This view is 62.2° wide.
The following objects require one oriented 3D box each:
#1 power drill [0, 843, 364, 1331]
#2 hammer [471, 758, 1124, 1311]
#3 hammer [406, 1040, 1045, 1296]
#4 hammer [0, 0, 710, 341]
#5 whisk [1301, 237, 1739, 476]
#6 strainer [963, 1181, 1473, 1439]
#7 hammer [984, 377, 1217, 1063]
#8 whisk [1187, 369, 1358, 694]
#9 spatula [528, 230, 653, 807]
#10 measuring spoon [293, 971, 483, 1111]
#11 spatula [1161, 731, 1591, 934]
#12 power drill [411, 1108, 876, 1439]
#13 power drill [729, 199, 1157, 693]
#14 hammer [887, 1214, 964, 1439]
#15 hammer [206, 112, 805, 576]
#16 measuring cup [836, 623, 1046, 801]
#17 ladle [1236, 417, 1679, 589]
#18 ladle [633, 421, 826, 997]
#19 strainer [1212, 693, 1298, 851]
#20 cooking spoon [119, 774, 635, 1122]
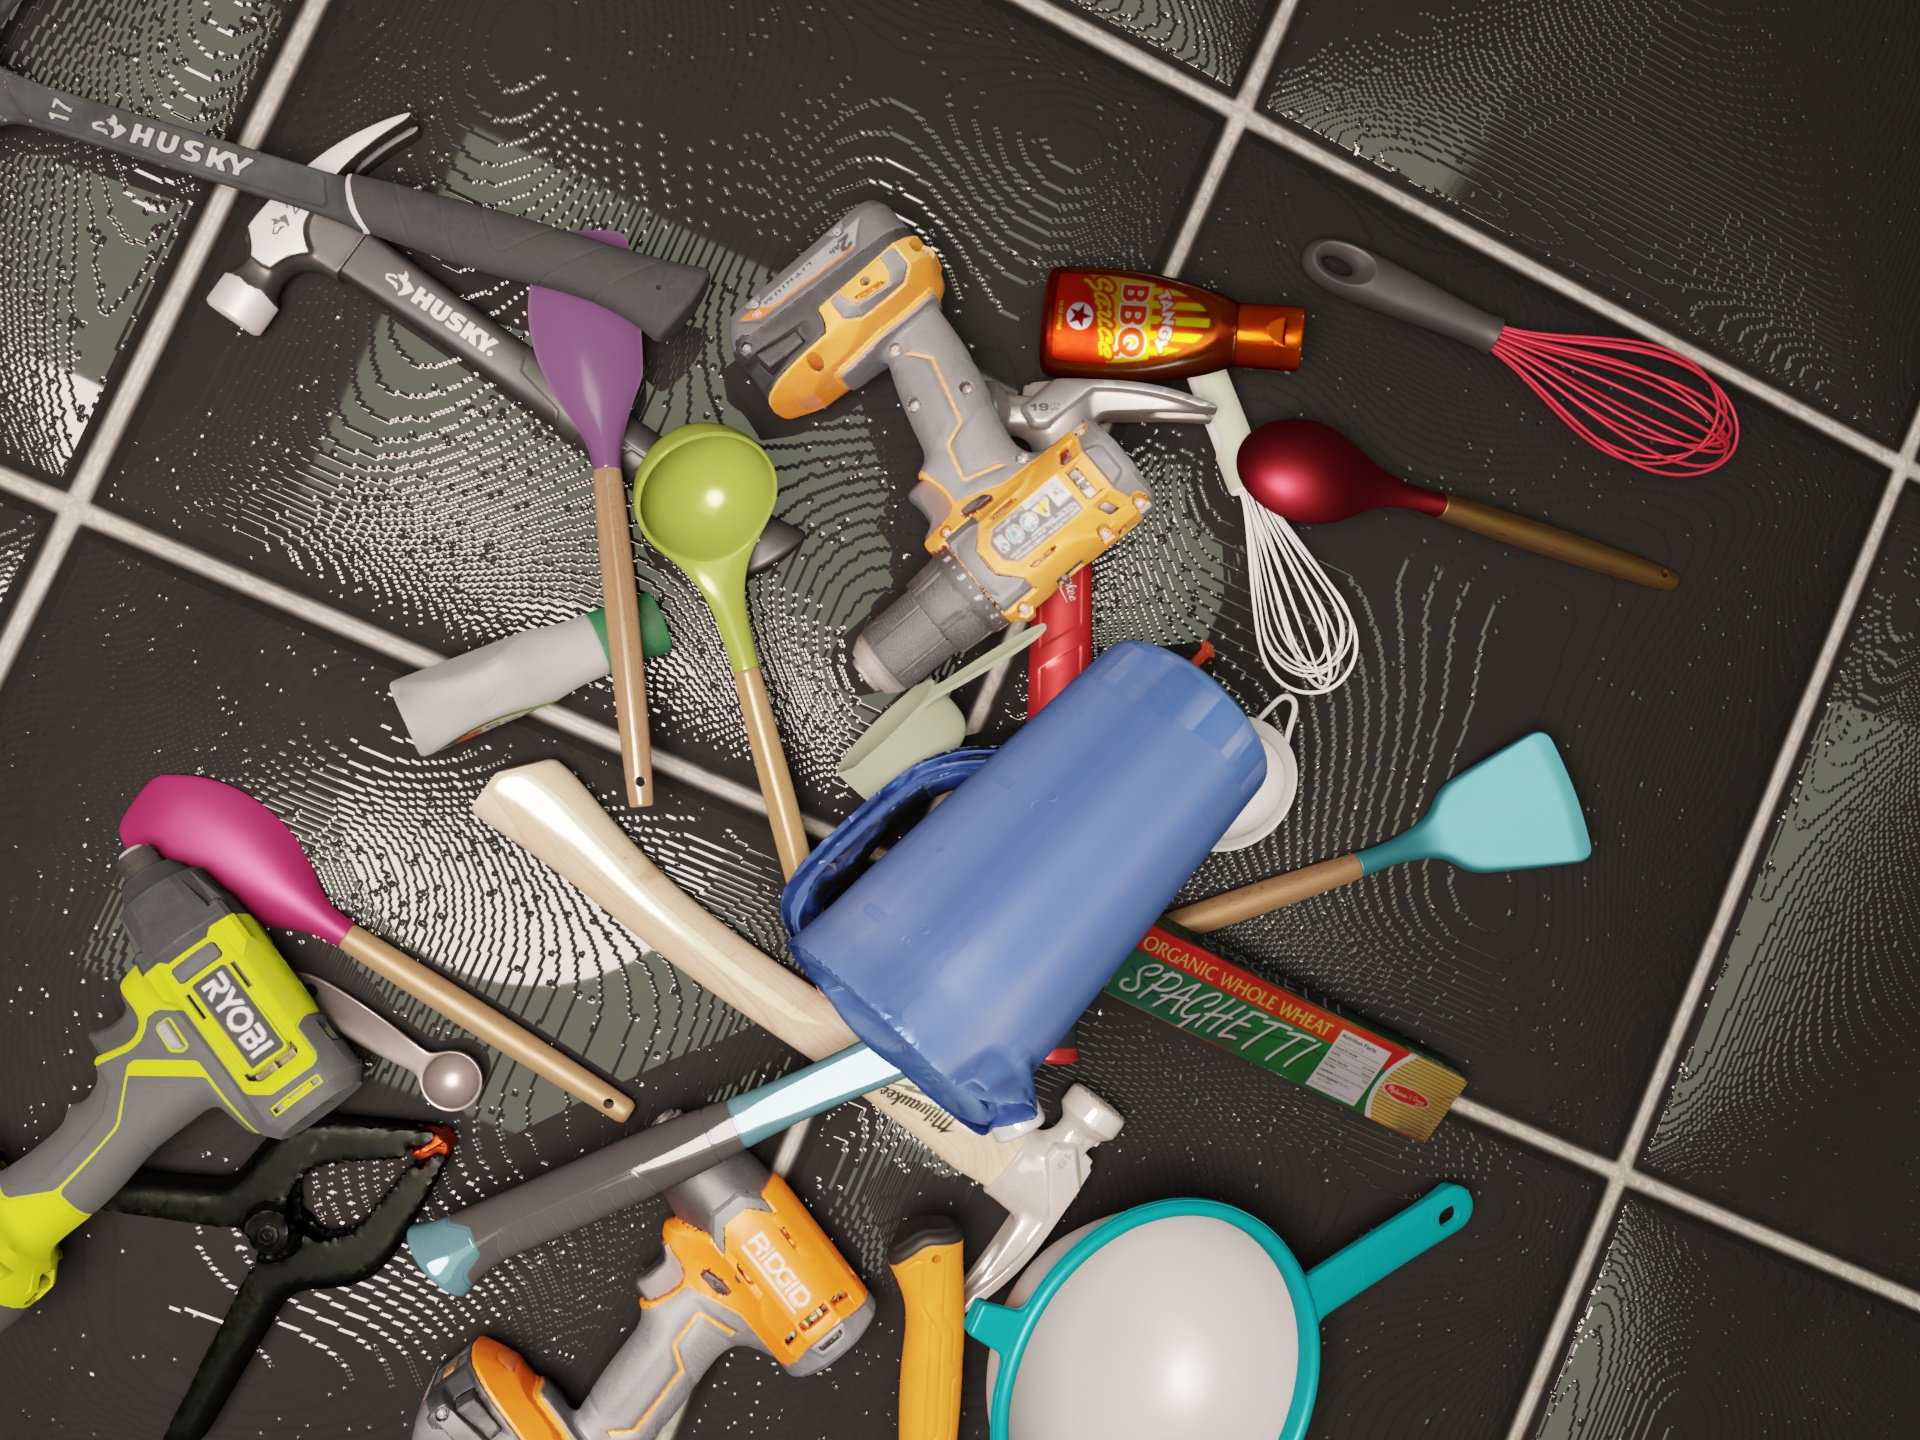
[{"bbox_3d":[-0.448,0.185,0.812,0.223,0.080,0.171,-38,85,-14],"label":"power drill"},{"bbox_3d":[-0.107,0.168,0.907,0.410,0.038,0.146,38,86,-7],"label":"hammer"},{"bbox_3d":[-0.130,0.221,0.842,0.331,0.033,0.128,-23,81,-4],"label":"hammer"},{"bbox_3d":[-0.333,-0.280,0.832,0.409,0.036,0.149,16,86,-5],"label":"hammer"},{"bbox_3d":[0.344,-0.227,0.974,0.296,0.073,0.073,23,86,-3],"label":"whisk"},{"bbox_3d":[0.148,0.343,0.931,0.340,0.095,0.211,-21,101,-25],"label":"strainer"},{"bbox_3d":[0.071,-0.003,0.899,0.143,0.038,0.386,2,82,1],"label":"hammer"},{"bbox_3d":[0.175,-0.132,0.950,0.059,0.058,0.246,-21,89,1],"label":"whisk"},{"bbox_3d":[-0.191,-0.110,0.859,0.059,0.018,0.316,-6,87,-13],"label":"spatula"},{"bbox_3d":[-0.319,0.174,0.884,0.124,0.018,0.034,33,94,-2],"label":"measuring spoon"},{"bbox_3d":[0.218,0.093,0.958,0.317,0.044,0.082,-18,85,-8],"label":"spatula"},{"bbox_3d":[-0.181,0.333,0.874,0.226,0.084,0.164,-37,94,-11],"label":"power drill"},{"bbox_3d":[-0.031,-0.143,0.869,0.185,0.084,0.226,-40,82,5],"label":"power drill"},{"bbox_3d":[-0.012,0.445,0.905,0.127,0.034,0.337,1,97,-9],"label":"hammer"},{"bbox_3d":[-0.230,-0.191,0.885,0.334,0.035,0.146,35,85,-8],"label":"hammer"},{"bbox_3d":[-0.001,-0.003,0.870,0.038,0.167,0.083,48,41,-12],"label":"measuring cup"},{"bbox_3d":[0.310,-0.121,0.961,0.315,0.031,0.069,13,68,-19],"label":"ladle"},{"bbox_3d":[-0.107,-0.002,0.861,0.078,0.062,0.320,-15,95,-16],"label":"ladle"},{"bbox_3d":[0.113,0.088,0.935,0.258,0.087,0.050,-45,142,-6],"label":"strainer"},{"bbox_3d":[-0.317,0.133,0.879,0.319,0.017,0.069,34,85,-7],"label":"cooking spoon"}]
